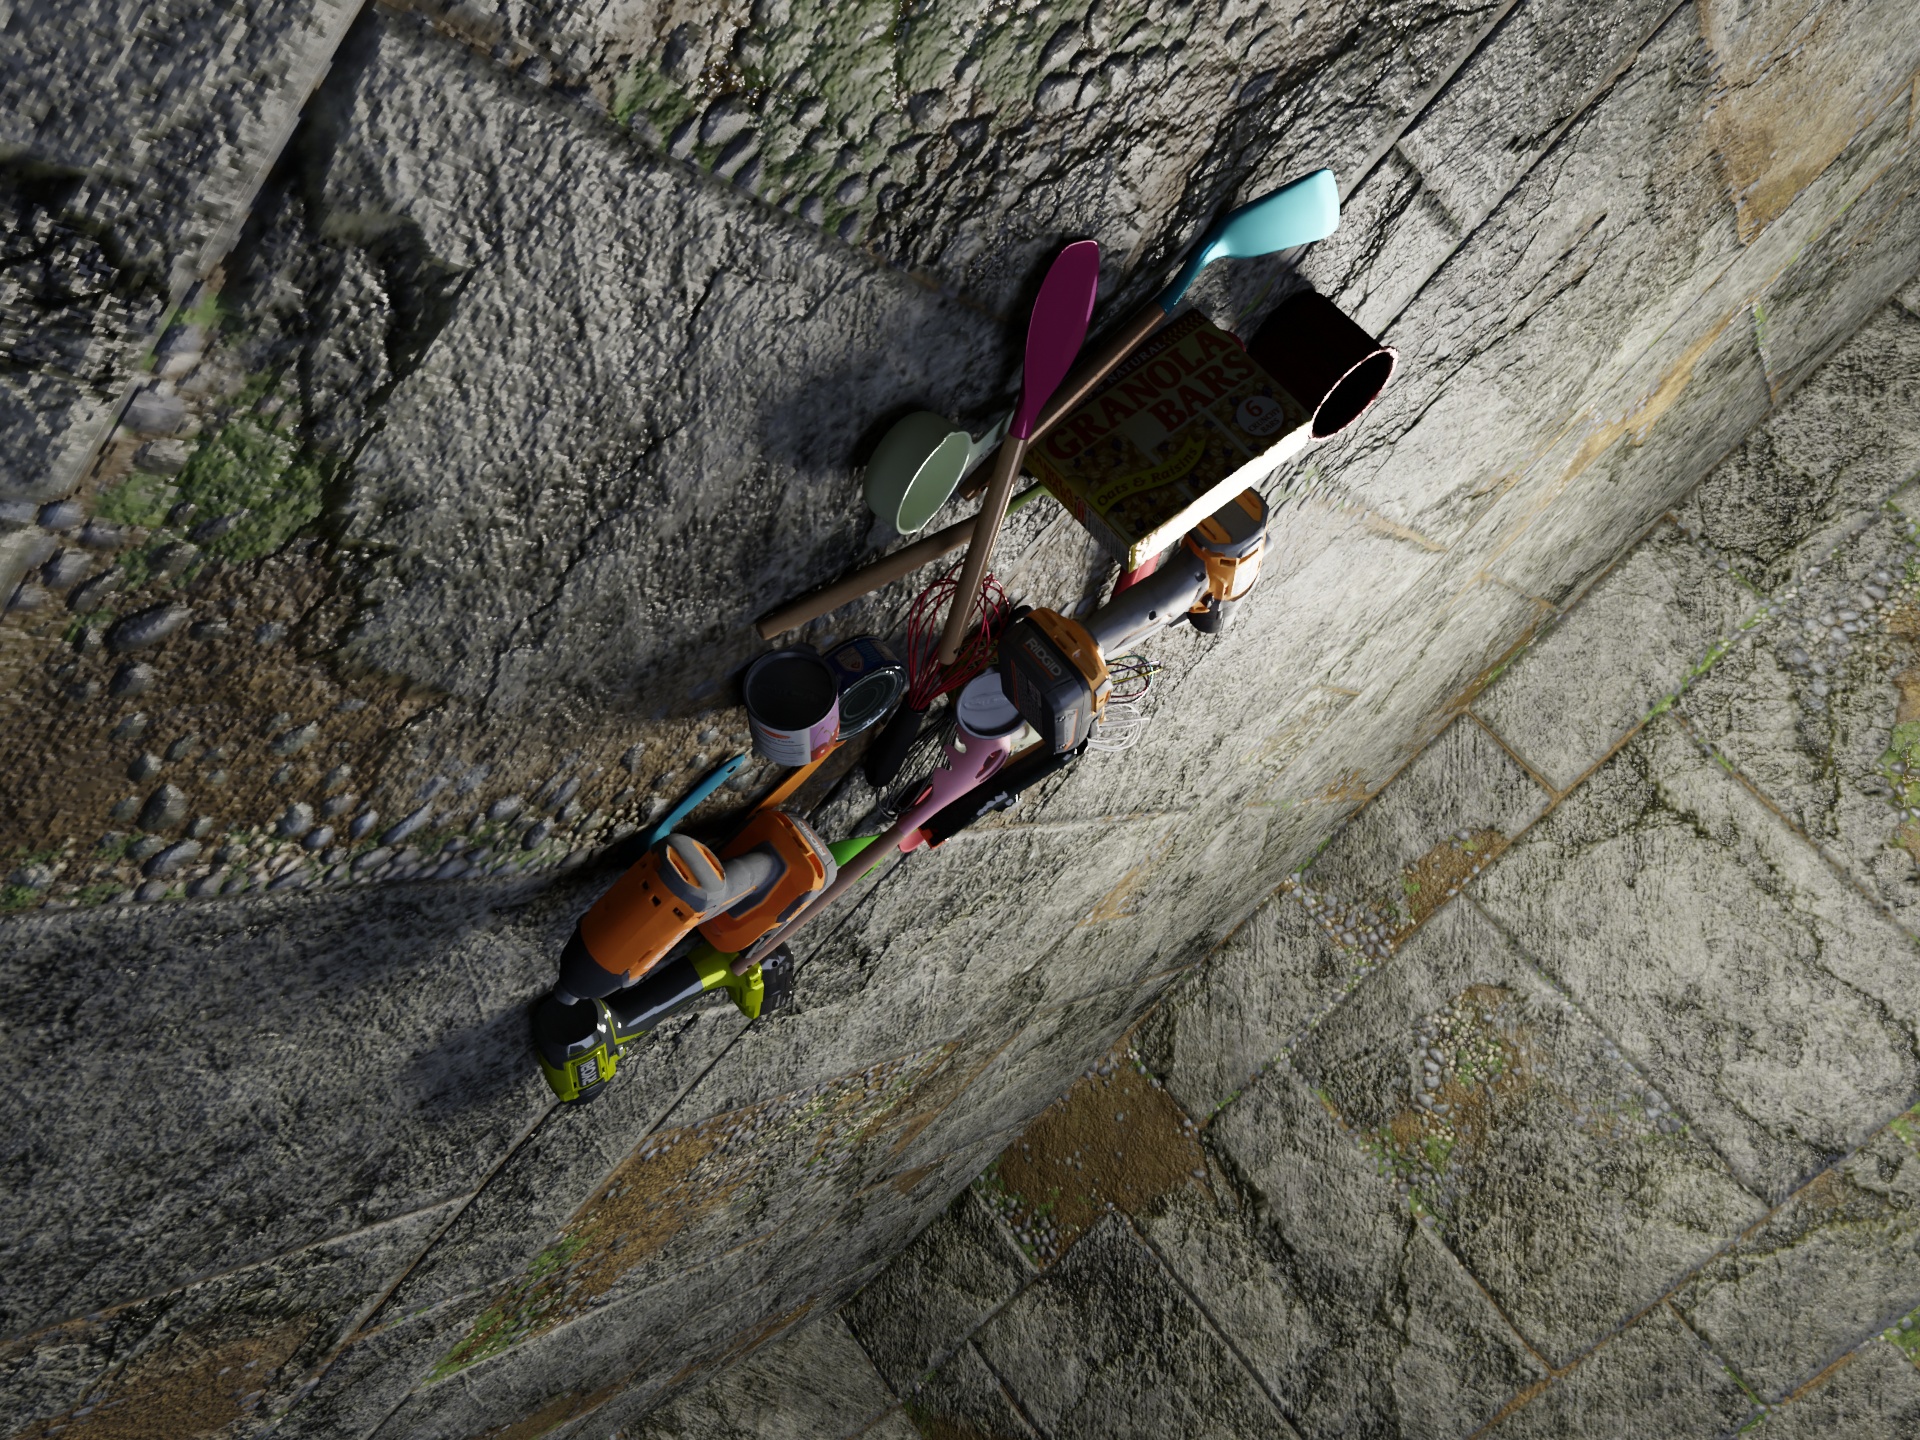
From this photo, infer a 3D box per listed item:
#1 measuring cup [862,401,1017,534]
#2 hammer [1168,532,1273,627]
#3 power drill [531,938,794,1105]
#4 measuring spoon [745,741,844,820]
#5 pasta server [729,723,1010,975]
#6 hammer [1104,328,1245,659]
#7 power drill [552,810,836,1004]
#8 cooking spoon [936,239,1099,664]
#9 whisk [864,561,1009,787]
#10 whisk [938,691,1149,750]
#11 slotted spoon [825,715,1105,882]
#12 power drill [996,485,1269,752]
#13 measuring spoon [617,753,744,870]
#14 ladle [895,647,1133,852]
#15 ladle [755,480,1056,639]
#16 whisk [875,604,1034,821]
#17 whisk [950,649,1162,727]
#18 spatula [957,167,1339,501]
[{"bbox_3d":[-0.006,-0.183,1.031,0.168,0.038,0.083,-46,164,-40],"label":"measuring cup"},{"bbox_3d":[0.197,-0.163,1.301,0.128,0.033,0.330,-44,160,-1],"label":"hammer"},{"bbox_3d":[-0.263,0.254,1.400,0.223,0.080,0.171,-26,155,-24],"label":"power drill"},{"bbox_3d":[-0.135,0.044,1.290,0.117,0.011,0.021,-42,155,14],"label":"measuring spoon"},{"bbox_3d":[-0.076,0.105,1.350,0.316,0.040,0.060,-40,148,0],"label":"pasta server"},{"bbox_3d":[0.177,-0.180,1.333,0.143,0.038,0.386,-31,157,-27],"label":"hammer"},{"bbox_3d":[-0.209,0.147,1.228,0.164,0.084,0.226,-43,167,20],"label":"power drill"},{"bbox_3d":[0.031,-0.168,1.060,0.069,0.017,0.318,-26,144,-47],"label":"cooking spoon"},{"bbox_3d":[-0.029,-0.026,1.261,0.073,0.073,0.295,-26,160,-33],"label":"whisk"},{"bbox_3d":[0.080,0.008,1.490,0.246,0.058,0.059,-6,178,-37],"label":"whisk"},{"bbox_3d":[-0.005,0.072,1.455,0.314,0.031,0.070,-30,145,0],"label":"slotted spoon"},{"bbox_3d":[0.140,-0.073,1.241,0.226,0.084,0.185,-37,161,-10],"label":"power drill"},{"bbox_3d":[-0.206,0.074,1.203,0.128,0.021,0.042,-42,159,9],"label":"measuring spoon"},{"bbox_3d":[0.054,0.014,1.527,0.315,0.031,0.069,-39,152,-9],"label":"ladle"},{"bbox_3d":[0.001,-0.120,1.129,0.320,0.062,0.078,-29,-179,-22],"label":"ladle"},{"bbox_3d":[-0.001,-0.003,1.370,0.055,0.055,0.239,-7,137,-55],"label":"whisk"},{"bbox_3d":[0.091,-0.025,1.474,0.245,0.047,0.051,-15,130,-34],"label":"whisk"},{"bbox_3d":[0.122,-0.254,1.073,0.317,0.044,0.082,-43,159,3],"label":"spatula"}]
